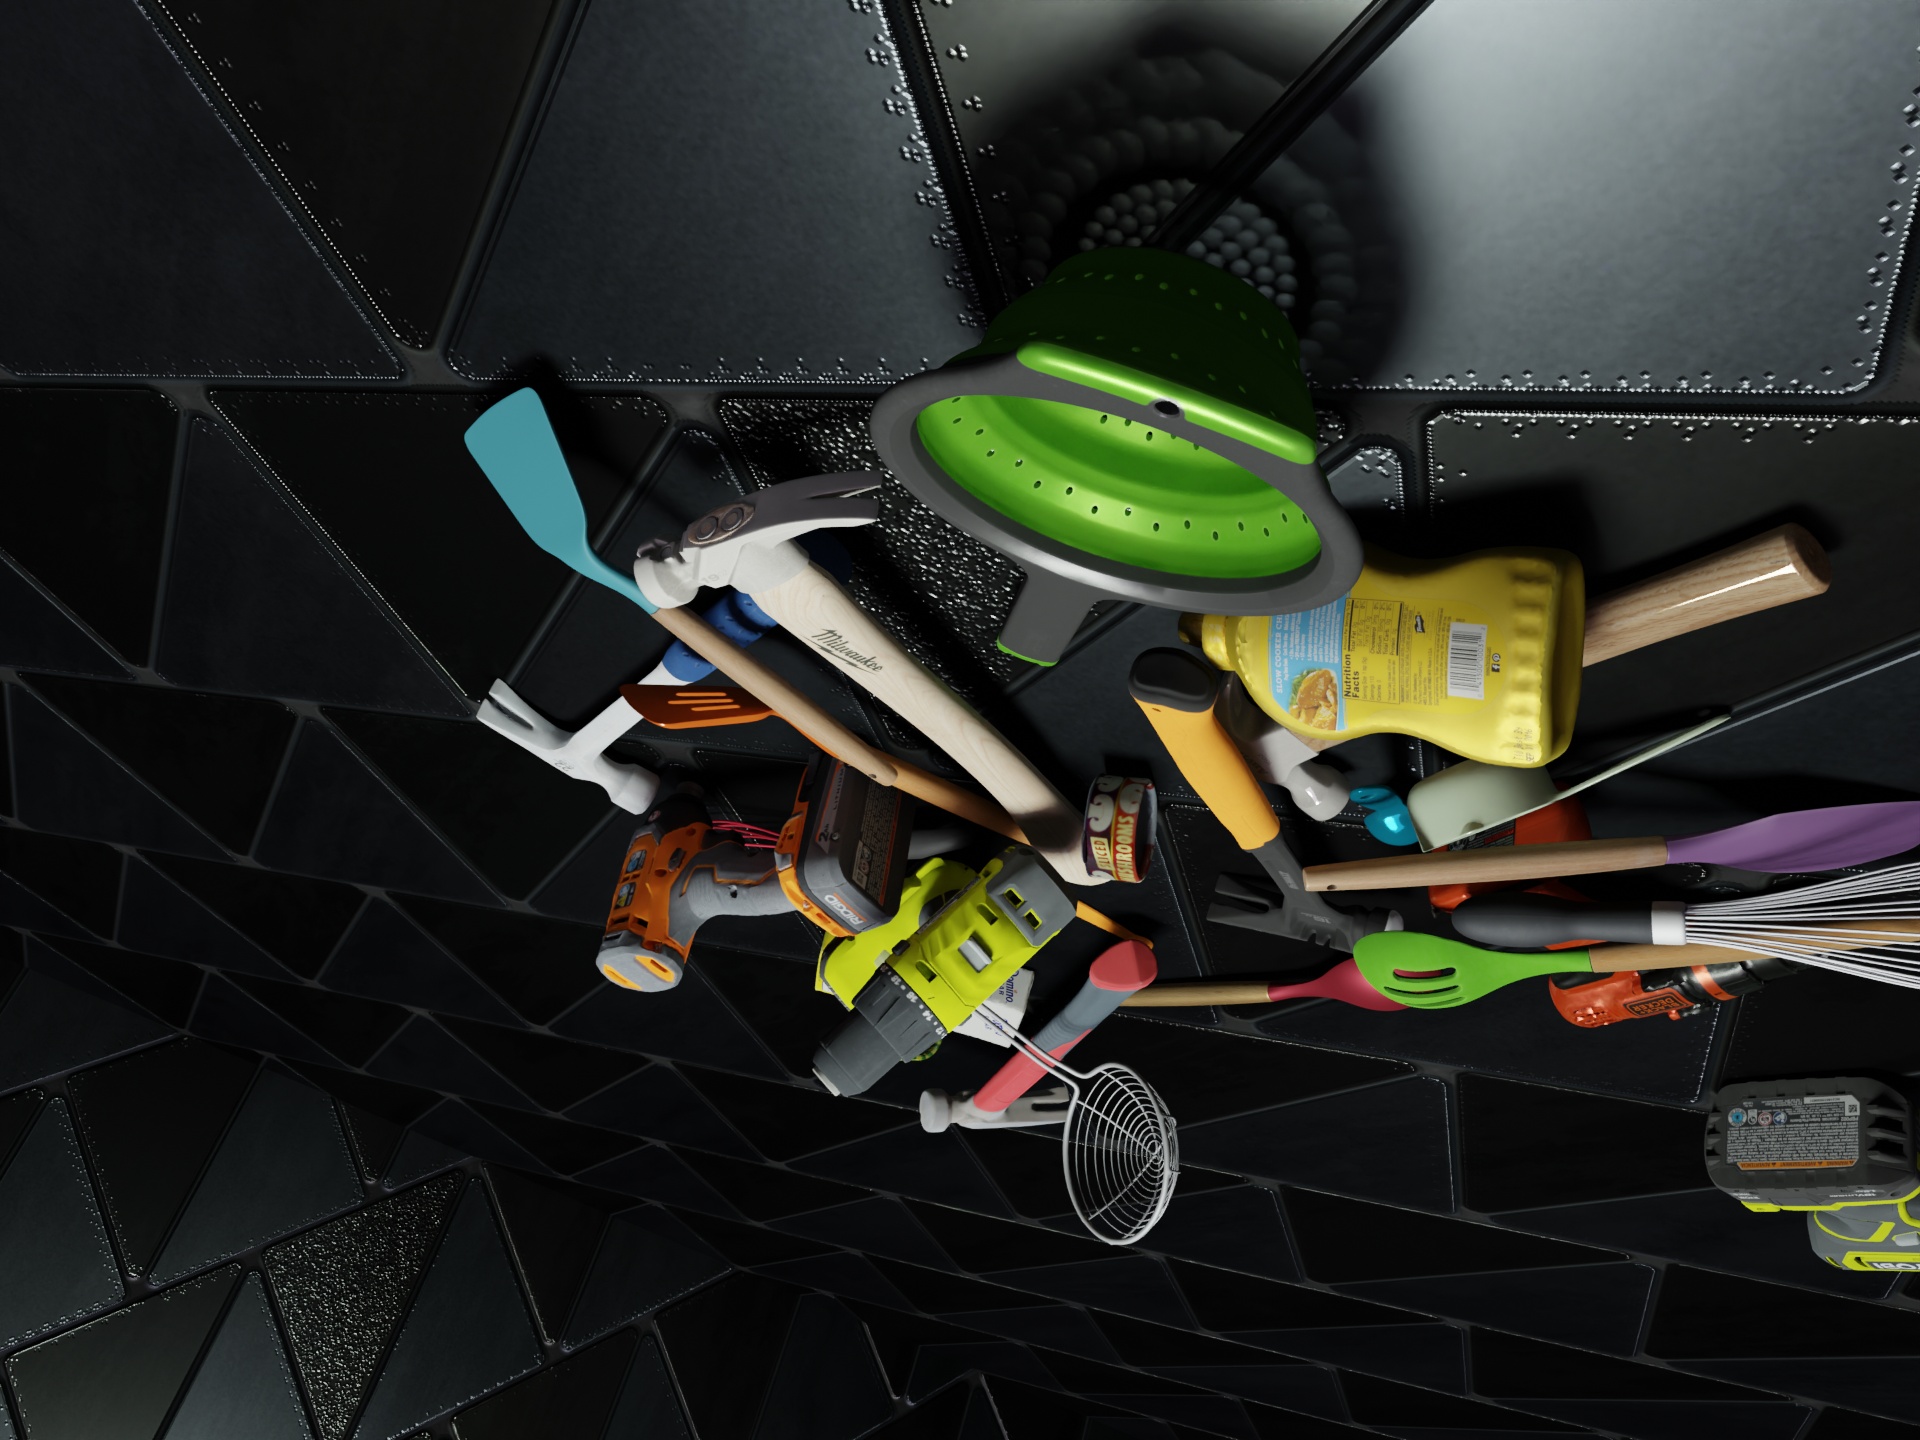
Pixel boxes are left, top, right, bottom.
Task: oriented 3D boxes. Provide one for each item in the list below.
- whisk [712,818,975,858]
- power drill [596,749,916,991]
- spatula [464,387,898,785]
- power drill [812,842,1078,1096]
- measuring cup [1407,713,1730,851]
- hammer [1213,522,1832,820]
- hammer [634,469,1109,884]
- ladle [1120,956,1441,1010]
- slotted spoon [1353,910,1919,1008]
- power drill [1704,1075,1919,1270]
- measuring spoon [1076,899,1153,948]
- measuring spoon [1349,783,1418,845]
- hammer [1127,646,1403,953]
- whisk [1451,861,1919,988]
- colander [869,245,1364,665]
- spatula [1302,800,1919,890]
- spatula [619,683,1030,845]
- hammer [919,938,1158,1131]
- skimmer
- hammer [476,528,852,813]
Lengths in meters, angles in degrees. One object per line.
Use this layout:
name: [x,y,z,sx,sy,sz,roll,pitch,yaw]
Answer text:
whisk: [-0.115,0.099,1.181,0.296,0.073,0.073,-10,139,32]
power drill: [-0.146,0.091,1.110,0.226,0.164,0.084,-18,134,29]
spatula: [-0.147,-0.060,0.906,0.317,0.044,0.082,39,144,-28]
power drill: [-0.028,0.163,1.062,0.080,0.190,0.228,49,169,-4]
measuring cup: [0.310,0.021,0.826,0.167,0.038,0.083,-30,166,30]
hammer: [0.256,-0.027,0.788,0.130,0.031,0.331,34,146,-24]
hammer: [-0.001,-0.003,0.932,0.146,0.038,0.410,-14,143,29]
ladle: [0.212,0.202,1.191,0.315,0.031,0.069,-13,138,45]
slotted spoon: [0.372,0.126,0.869,0.314,0.031,0.070,-11,133,25]
power drill: [0.639,0.323,1.096,0.223,0.080,0.171,32,149,-27]
measuring spoon: [0.094,0.147,1.181,0.116,0.011,0.021,29,148,-17]
measuring spoon: [0.238,0.054,0.884,0.042,0.021,0.128,-20,162,22]
hammer: [0.159,0.054,0.914,0.127,0.034,0.336,10,156,32]
whisk: [0.398,0.104,0.814,0.285,0.070,0.070,-2,144,28]
colander: [0.066,-0.109,0.727,0.204,0.094,0.397,19,168,-1]
spatula: [0.339,0.071,0.828,0.316,0.018,0.059,-5,141,6]
spatula: [-0.062,0.033,1.012,0.322,0.041,0.081,26,-176,-32]
hammer: [0.087,0.267,1.304,0.143,0.038,0.386,2,150,-19]
skimmer: [0.012,0.238,1.190,0.363,0.090,0.127,37,122,13]
hammer: [-0.191,-0.033,1.029,0.144,0.035,0.405,32,148,-21]
